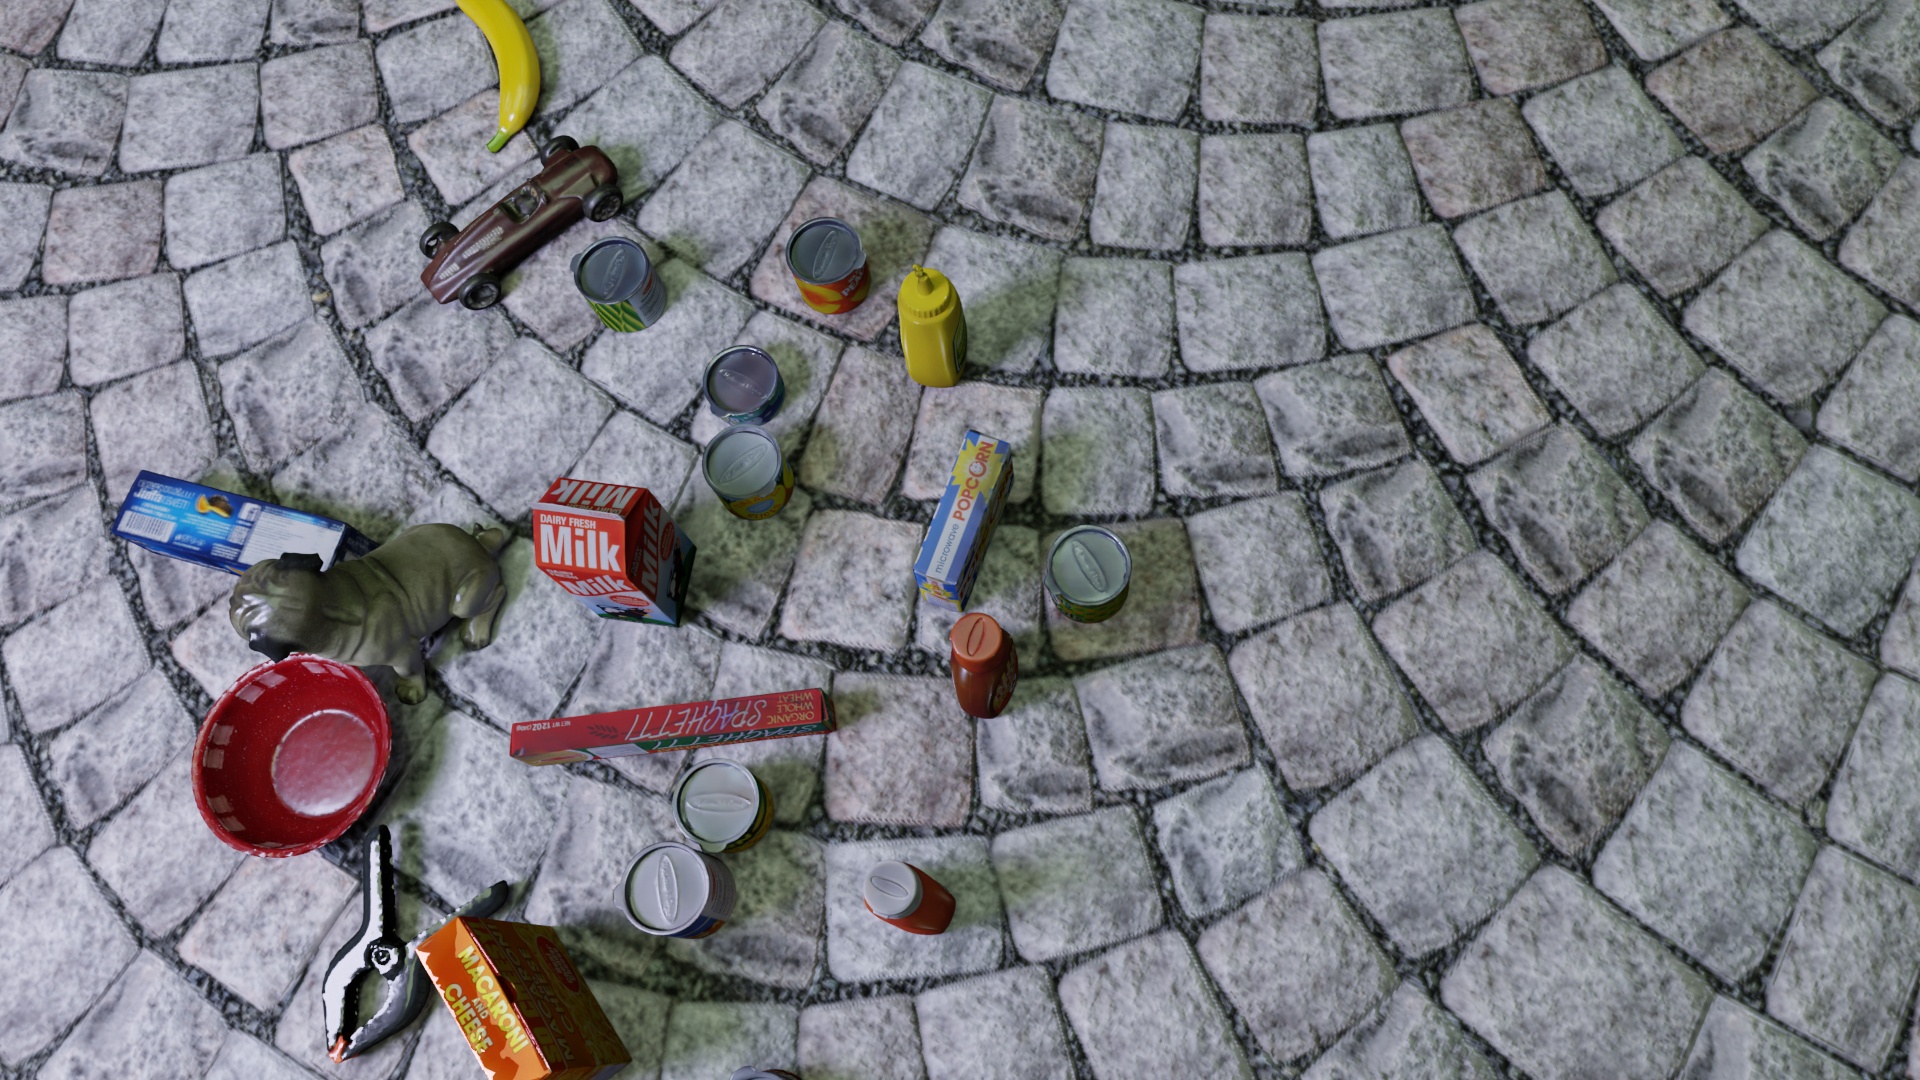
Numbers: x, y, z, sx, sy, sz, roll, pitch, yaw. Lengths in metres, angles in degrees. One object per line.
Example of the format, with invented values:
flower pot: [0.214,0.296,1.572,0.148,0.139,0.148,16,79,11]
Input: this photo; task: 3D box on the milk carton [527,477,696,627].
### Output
milk carton: [-0.267,0.006,1.071,0.072,0.190,0.073,7,72,7]

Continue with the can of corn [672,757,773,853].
can of corn: [-0.181,0.207,1.065,0.071,0.058,0.071,-1,71,4]

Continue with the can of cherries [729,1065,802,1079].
can of cherries: [-0.139,0.410,0.991,0.071,0.058,0.071,-1,71,4]

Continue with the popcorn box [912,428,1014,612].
popcorn box: [0.004,-0.014,1.110,0.038,0.085,0.127,18,74,11]

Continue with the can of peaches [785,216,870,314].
can of peaches: [-0.112,-0.238,1.211,0.071,0.058,0.071,-1,71,4]

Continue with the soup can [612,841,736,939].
soup can: [-0.211,0.262,1.035,0.071,0.083,0.071,-1,71,4]

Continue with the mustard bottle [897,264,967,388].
mustard bottle: [-0.023,-0.179,1.129,0.049,0.159,0.065,7,72,7]

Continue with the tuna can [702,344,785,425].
tuna can: [-0.187,-0.130,1.194,0.071,0.032,0.071,-1,71,4]

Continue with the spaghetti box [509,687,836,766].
spaghetti box: [-0.224,0.148,1.093,0.250,0.050,0.029,-7,71,2]

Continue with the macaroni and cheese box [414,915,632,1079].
macaroni and cheese box: [-0.302,0.328,0.976,0.040,0.166,0.124,-37,72,-7]

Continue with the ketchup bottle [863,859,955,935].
ketchup bottle: [-0.041,0.253,0.989,0.065,0.148,0.043,20,75,11]

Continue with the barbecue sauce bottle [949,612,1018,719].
barbecue sauce bottle: [0.017,0.090,1.040,0.044,0.148,0.065,16,74,10]

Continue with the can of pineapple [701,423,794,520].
can of pineapple: [-0.175,-0.054,1.154,0.071,0.057,0.071,-1,71,4]

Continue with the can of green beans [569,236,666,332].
can of green beans: [-0.298,-0.224,1.222,0.071,0.057,0.071,-1,71,4]

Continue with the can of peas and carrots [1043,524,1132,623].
can of peas and carrots: [0.100,0.029,1.101,0.071,0.058,0.071,-1,71,4]
